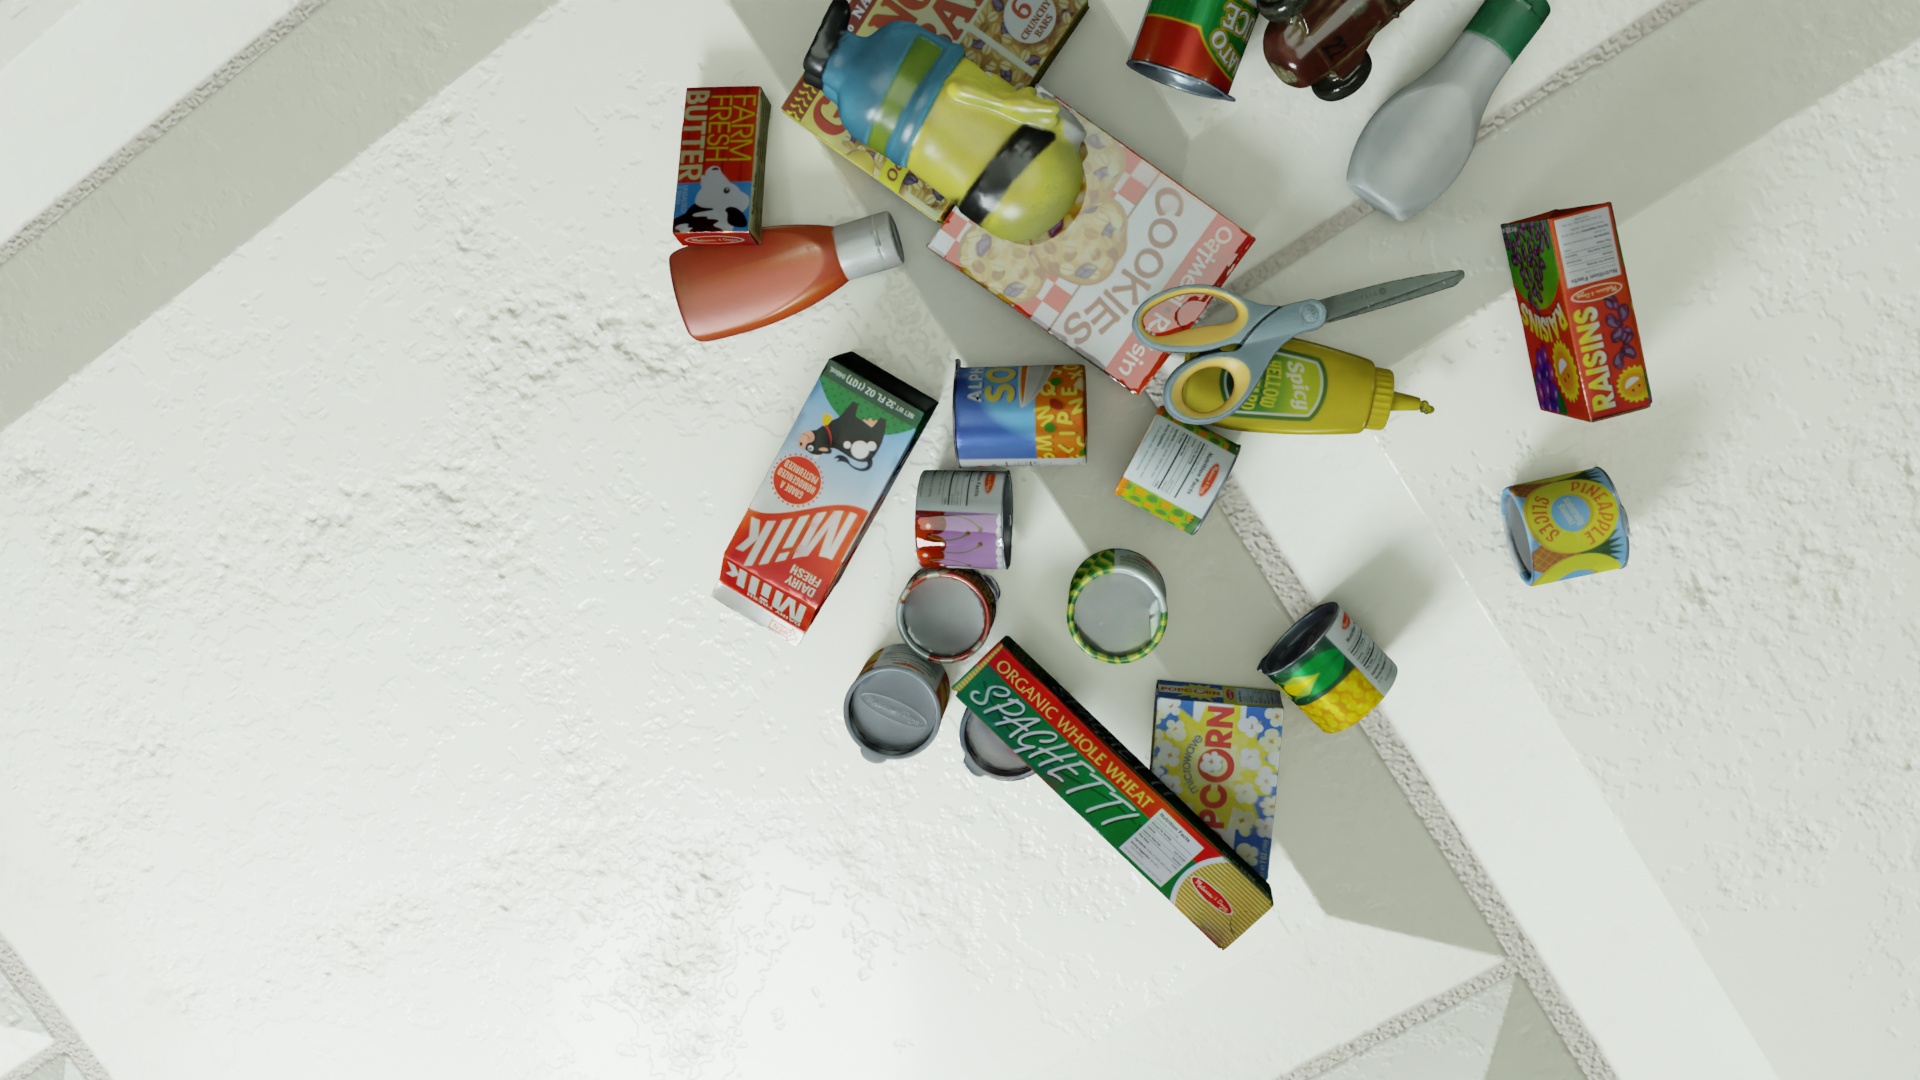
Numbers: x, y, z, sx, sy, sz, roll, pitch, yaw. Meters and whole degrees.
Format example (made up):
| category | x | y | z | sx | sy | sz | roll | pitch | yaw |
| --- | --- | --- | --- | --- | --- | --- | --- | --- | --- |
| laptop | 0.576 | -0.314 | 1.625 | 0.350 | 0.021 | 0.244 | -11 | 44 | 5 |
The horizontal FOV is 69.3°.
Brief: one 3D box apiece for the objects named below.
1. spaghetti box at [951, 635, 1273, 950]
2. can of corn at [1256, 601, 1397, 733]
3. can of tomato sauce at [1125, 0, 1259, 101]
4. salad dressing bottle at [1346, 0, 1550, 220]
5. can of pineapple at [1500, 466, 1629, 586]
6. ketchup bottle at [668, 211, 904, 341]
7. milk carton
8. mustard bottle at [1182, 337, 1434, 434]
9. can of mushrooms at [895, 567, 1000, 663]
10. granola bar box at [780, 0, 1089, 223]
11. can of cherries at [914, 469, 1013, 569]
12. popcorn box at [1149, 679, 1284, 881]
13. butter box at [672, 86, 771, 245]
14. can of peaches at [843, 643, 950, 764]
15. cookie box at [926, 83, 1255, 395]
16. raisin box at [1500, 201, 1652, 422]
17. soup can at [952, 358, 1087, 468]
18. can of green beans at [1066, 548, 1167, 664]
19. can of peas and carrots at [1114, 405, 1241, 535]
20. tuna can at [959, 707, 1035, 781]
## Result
| category | x | y | z | sx | sy | sz | roll | pitch | yaw |
| --- | --- | --- | --- | --- | --- | --- | --- | --- | --- |
| spaghetti box | 0.101 | 0.165 | 0.918 | 0.250 | 0.029 | 0.050 | 44 | 103 | -1 |
| can of corn | 0.240 | 0.085 | 0.908 | 0.058 | 0.071 | 0.071 | 45 | 102 | -3 |
| can of tomato sauce | 0.148 | -0.318 | 0.842 | 0.071 | 0.071 | 0.083 | 20 | 102 | 2 |
| salad dressing bottle | 0.298 | -0.268 | 0.847 | 0.064 | 0.044 | 0.147 | 36 | 101 | 1 |
| can of pineapple | 0.379 | -0.009 | 0.872 | 0.058 | 0.071 | 0.071 | -13 | 99 | 9 |
| ketchup bottle | -0.113 | -0.178 | 0.910 | 0.149 | 0.043 | 0.064 | -14 | 93 | 9 |
| milk carton | -0.094 | -0.024 | 0.921 | 0.072 | 0.073 | 0.190 | 31 | 103 | 0 |
| mustard bottle | 0.222 | -0.097 | 0.884 | 0.160 | 0.049 | 0.065 | 8 | 98 | 5 |
| can of mushrooms | -0.008 | 0.048 | 0.946 | 0.071 | 0.033 | 0.071 | 1 | 100 | 7 |
| granola bar box | -0.016 | -0.304 | 0.878 | 0.124 | 0.039 | 0.165 | 36 | 102 | -1 |
| can of cherries | 0.003 | -0.012 | 0.917 | 0.058 | 0.071 | 0.071 | 1 | 101 | 7 |
| popcorn box | 0.171 | 0.164 | 0.944 | 0.085 | 0.038 | 0.126 | 4 | 101 | 7 |
| butter box | -0.153 | -0.241 | 0.894 | 0.053 | 0.024 | 0.103 | 0 | 78 | 8 |
| can of peaches | -0.044 | 0.111 | 0.949 | 0.071 | 0.058 | 0.071 | 1 | 102 | 6 |
| cookie box | 0.082 | -0.190 | 0.887 | 0.167 | 0.040 | 0.122 | 35 | 102 | -1 |
| raisin box | 0.371 | -0.138 | 0.840 | 0.040 | 0.086 | 0.123 | -15 | 99 | 5 |
| soup can | 0.039 | -0.083 | 0.899 | 0.084 | 0.071 | 0.071 | -1 | 101 | 6 |
| can of green beans | 0.104 | 0.043 | 0.919 | 0.071 | 0.058 | 0.071 | 1 | 101 | 7 |
| can of peas and carrots | 0.139 | -0.045 | 0.896 | 0.059 | 0.071 | 0.070 | 28 | 103 | 4 |
| tuna can | 0.032 | 0.131 | 0.957 | 0.071 | 0.033 | 0.071 | 1 | 101 | 6 |
